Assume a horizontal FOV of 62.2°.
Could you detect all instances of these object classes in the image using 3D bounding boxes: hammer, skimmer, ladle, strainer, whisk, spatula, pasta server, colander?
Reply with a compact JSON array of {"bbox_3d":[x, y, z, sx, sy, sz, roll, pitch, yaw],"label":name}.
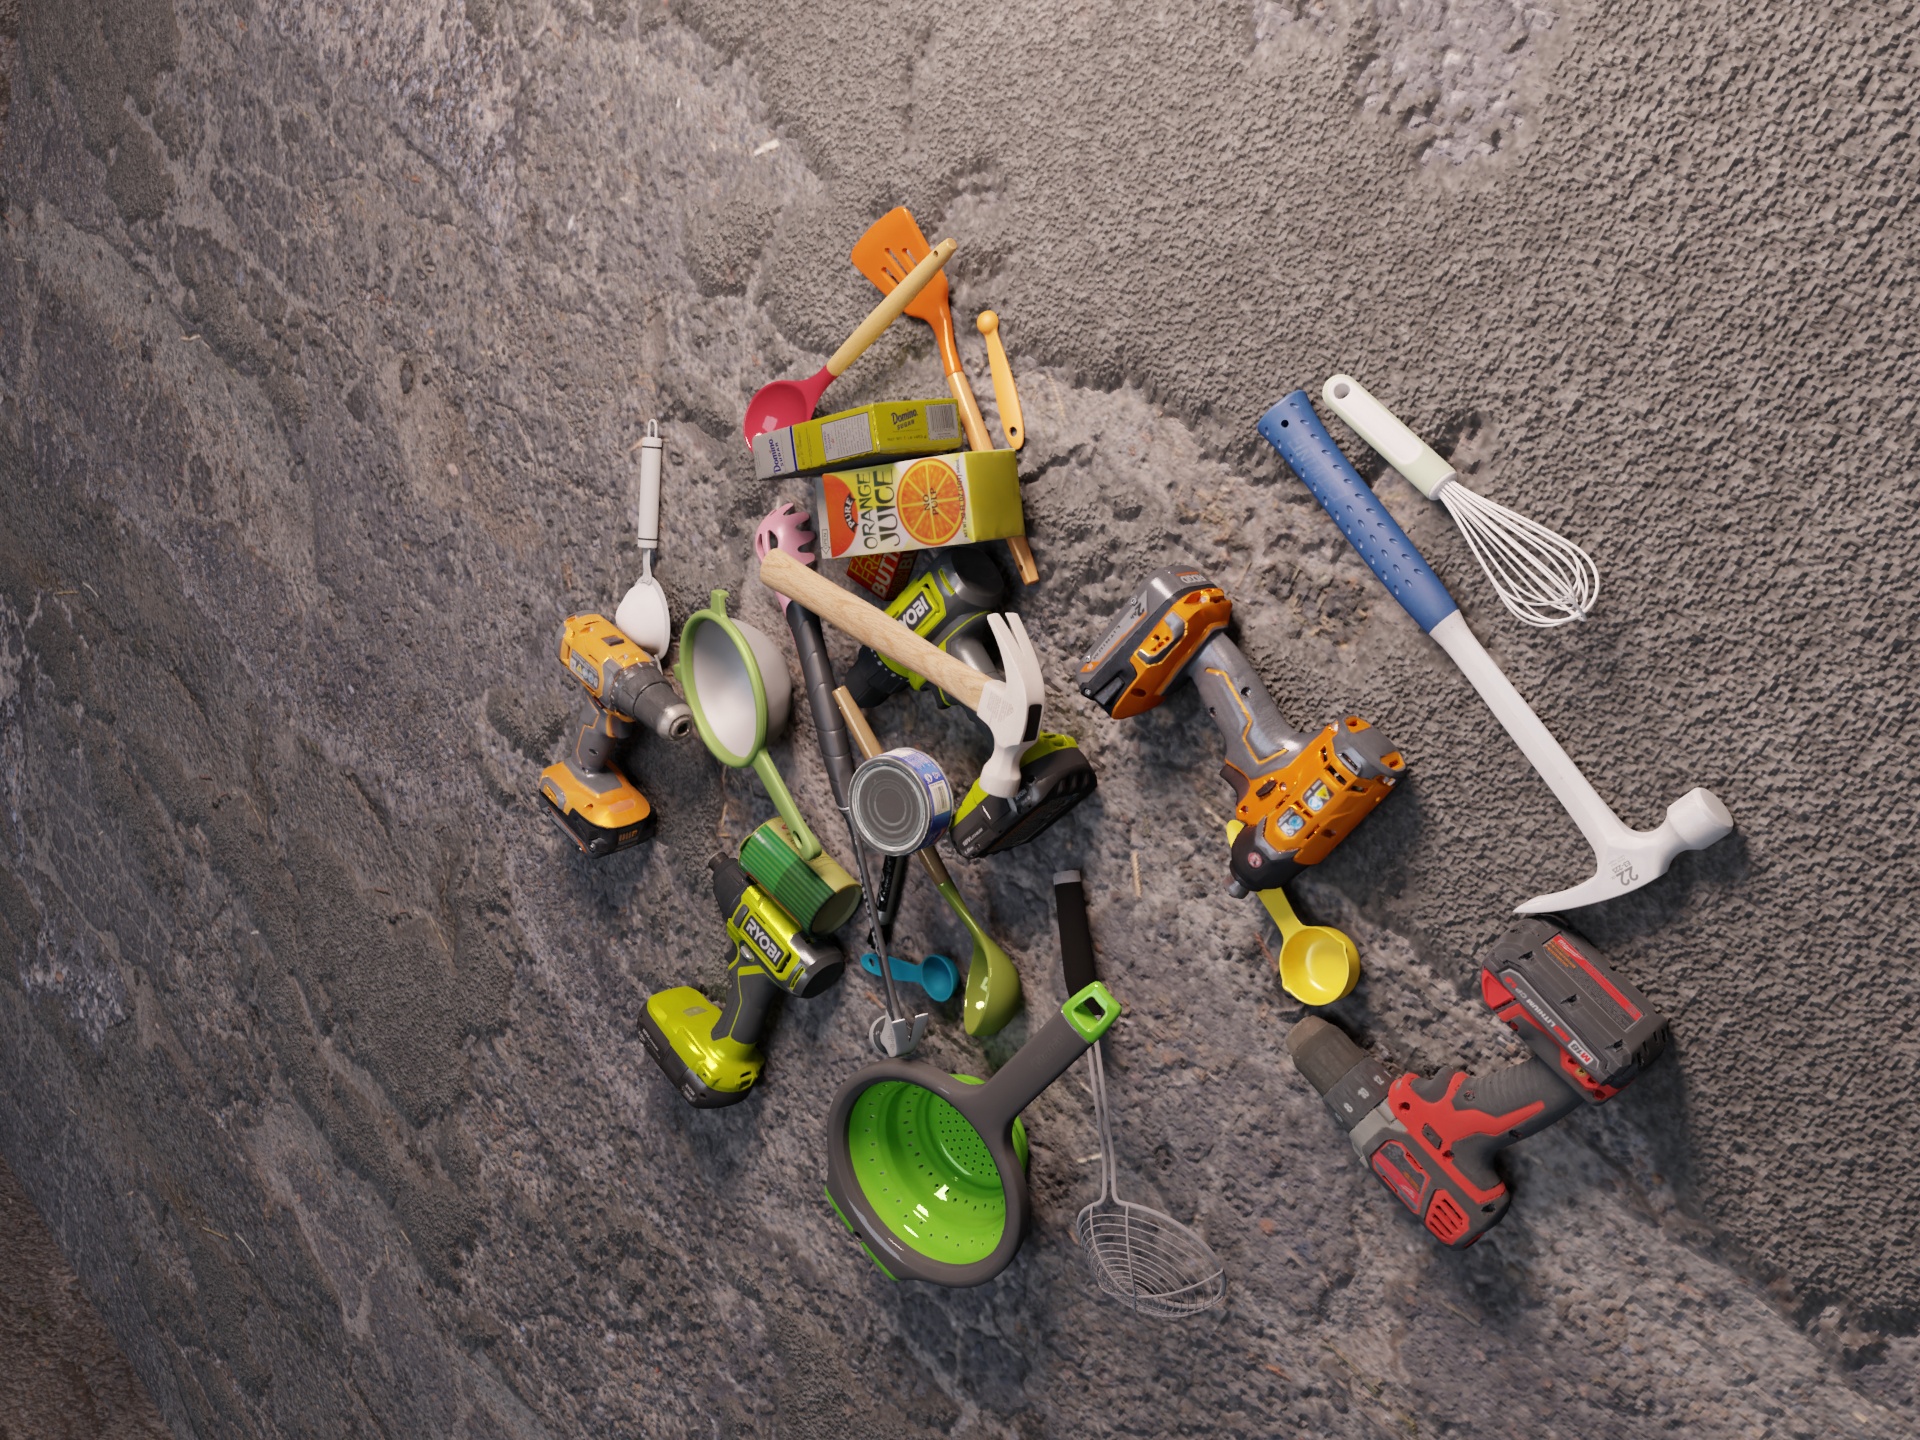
[{"bbox_3d":[-0.055,-0.068,1.296,0.332,0.031,0.130,33,116,37],"label":"hammer"},{"bbox_3d":[0.132,0.302,1.296,0.127,0.090,0.363,-18,75,44],"label":"skimmer"},{"bbox_3d":[-0.038,0.119,1.346,0.320,0.062,0.078,62,167,-1],"label":"ladle"},{"bbox_3d":[-0.096,-0.314,1.353,0.315,0.031,0.069,-33,79,47],"label":"ladle"},{"bbox_3d":[-0.095,0.090,1.382,0.149,0.036,0.409,138,119,-75],"label":"hammer"},{"bbox_3d":[-0.313,-0.168,1.576,0.087,0.050,0.258,15,103,52],"label":"strainer"},{"bbox_3d":[0.326,-0.151,1.057,0.058,0.059,0.247,-44,63,11],"label":"whisk"},{"bbox_3d":[-0.172,0.009,1.460,0.256,0.069,0.151,60,144,16],"label":"strainer"},{"bbox_3d":[-0.003,-0.261,1.308,0.081,0.041,0.323,-27,81,48],"label":"spatula"},{"bbox_3d":[-0.131,-0.043,1.457,0.060,0.040,0.316,-16,91,39],"label":"pasta server"},{"bbox_3d":[0.031,0.322,1.324,0.205,0.094,0.397,49,127,14],"label":"colander"},{"bbox_3d":[0.329,-0.054,1.076,0.144,0.035,0.406,-45,69,34],"label":"hammer"}]

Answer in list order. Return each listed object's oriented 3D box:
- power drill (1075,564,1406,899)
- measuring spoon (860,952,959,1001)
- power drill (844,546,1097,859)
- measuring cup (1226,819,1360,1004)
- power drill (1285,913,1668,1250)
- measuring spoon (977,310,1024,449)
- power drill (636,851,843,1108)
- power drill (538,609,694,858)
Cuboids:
[{"bbox_3d":[0.192,0.014,1.167,0.227,0.084,0.164,48,120,19],"label":"power drill"},{"bbox_3d":[-0.043,0.224,1.437,0.129,0.021,0.042,3,100,48],"label":"measuring spoon"},{"bbox_3d":[-0.002,-0.004,1.327,0.190,0.080,0.229,-44,68,40],"label":"power drill"},{"bbox_3d":[0.245,0.140,1.188,0.062,0.029,0.157,-45,57,32],"label":"measuring cup"},{"bbox_3d":[0.341,0.231,1.089,0.188,0.080,0.226,48,126,23],"label":"power drill"},{"bbox_3d":[0.032,-0.277,1.295,0.021,0.011,0.117,-15,88,39],"label":"measuring spoon"},{"bbox_3d":[-0.222,0.251,1.546,0.171,0.080,0.223,44,118,25],"label":"power drill"},{"bbox_3d":[-0.339,0.027,1.578,0.185,0.084,0.226,36,126,32],"label":"power drill"}]
